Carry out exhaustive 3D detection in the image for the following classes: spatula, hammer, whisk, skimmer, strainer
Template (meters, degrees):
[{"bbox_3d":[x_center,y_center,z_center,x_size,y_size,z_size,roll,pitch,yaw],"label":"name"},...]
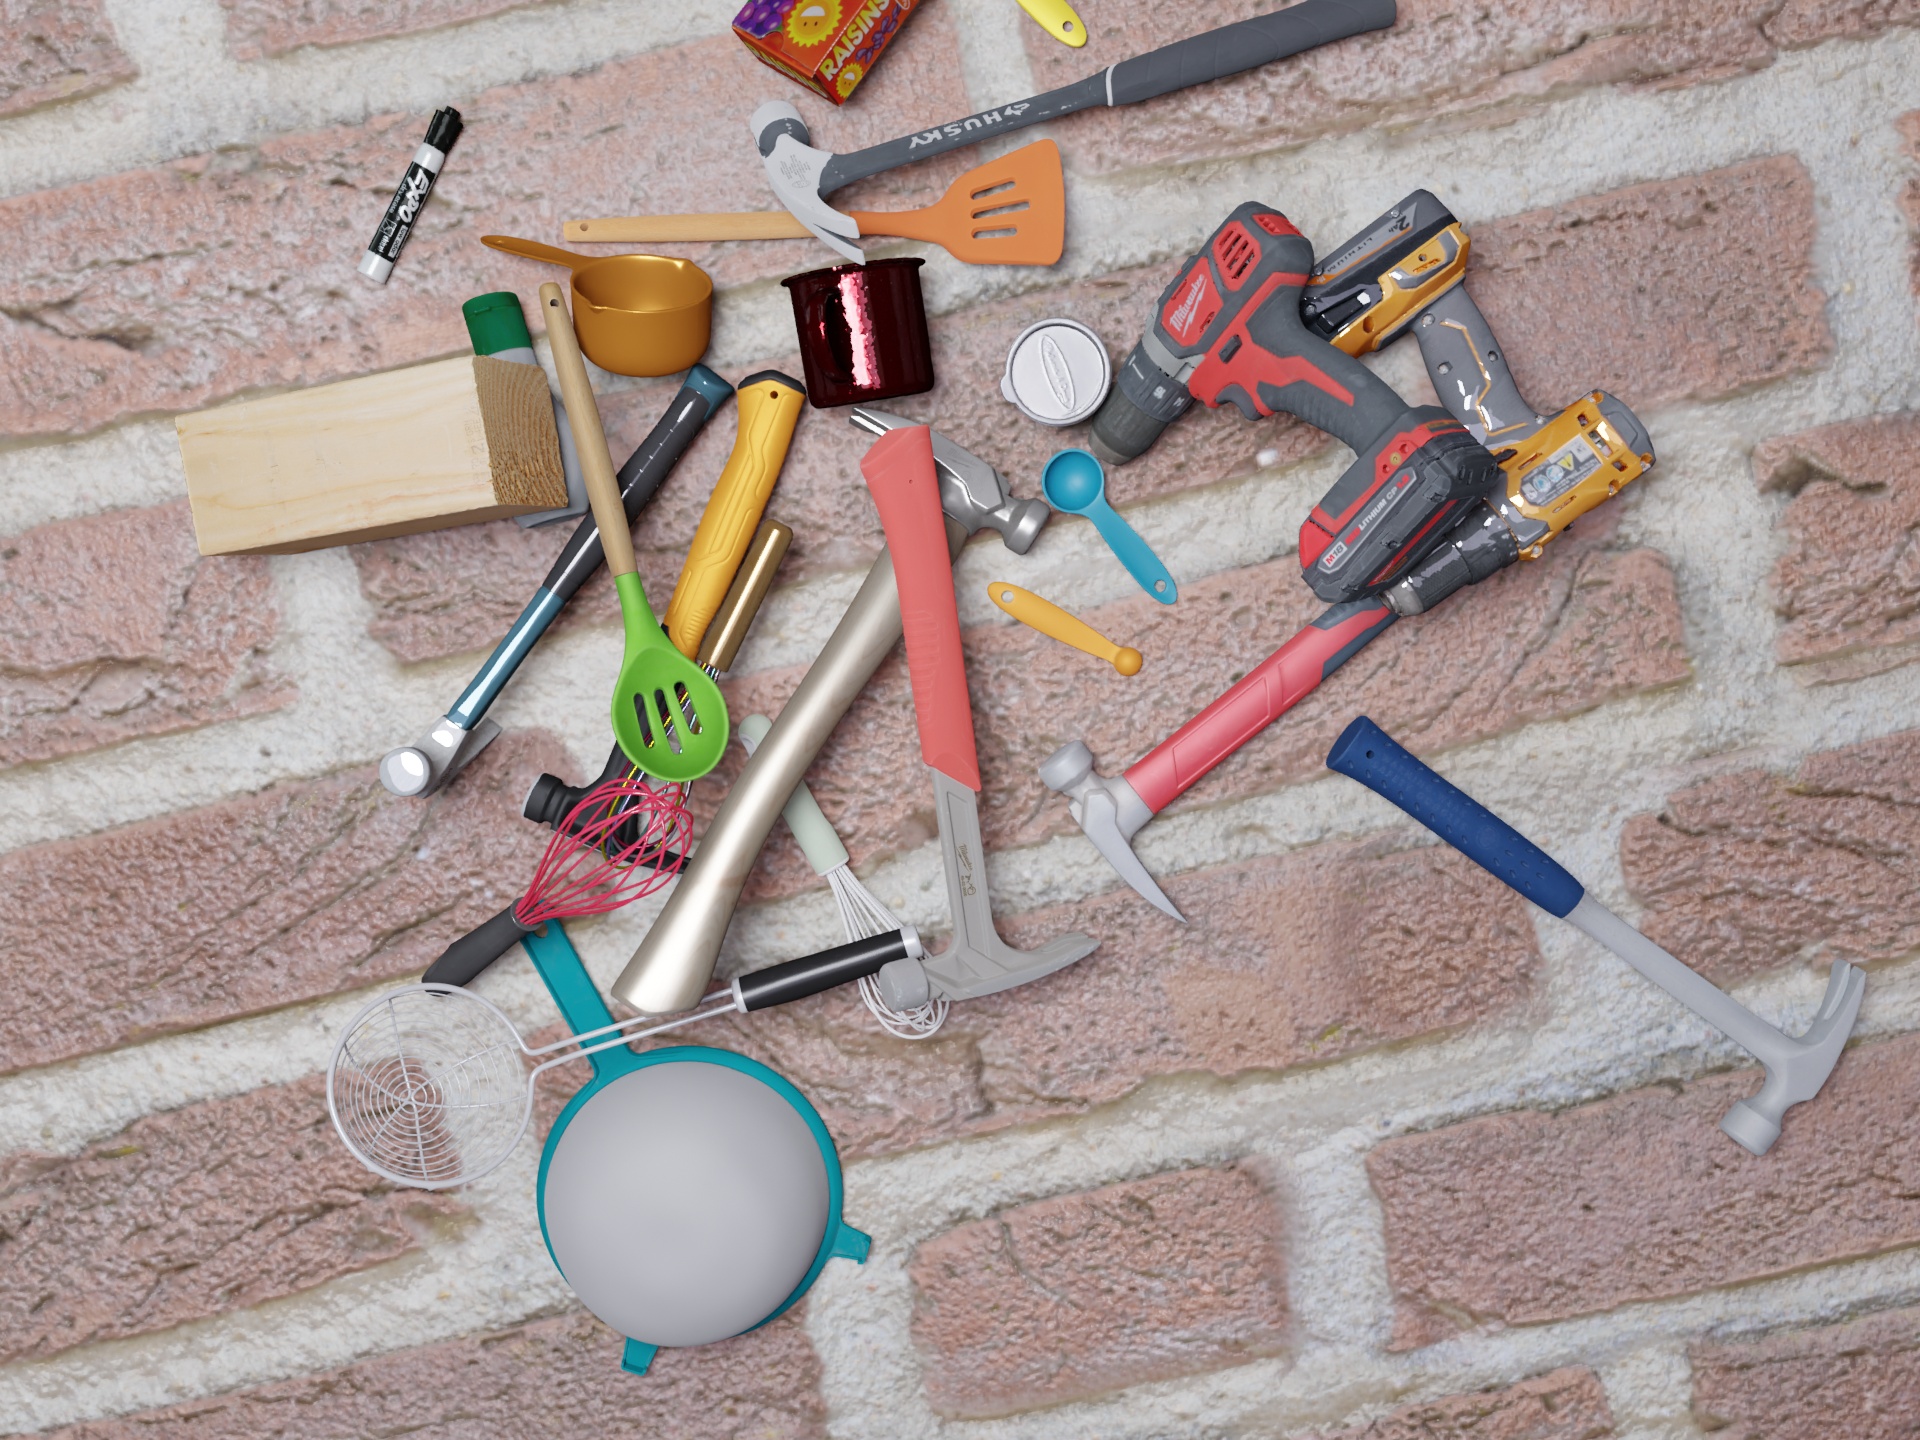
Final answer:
[{"bbox_3d":[-0.096,-0.323,1.021,0.322,0.041,0.081,-2,88,1],"label":"spatula"},{"bbox_3d":[0.425,0.125,1.075,0.405,0.035,0.144,35,94,-4],"label":"hammer"},{"bbox_3d":[-0.002,-0.003,0.992,0.149,0.037,0.359,-13,102,-24],"label":"hammer"},{"bbox_3d":[-0.251,-0.092,1.014,0.033,0.128,0.331,36,85,-6],"label":"hammer"},{"bbox_3d":[0.079,-0.390,0.994,0.409,0.036,0.149,-19,53,-4],"label":"hammer"},{"bbox_3d":[-0.080,0.104,1.065,0.059,0.058,0.246,-31,93,-32],"label":"whisk"},{"bbox_3d":[-0.104,-0.004,1.003,0.146,0.038,0.411,31,78,-2],"label":"hammer"},{"bbox_3d":[0.244,-0.032,1.056,0.386,0.038,0.143,-39,96,3],"label":"hammer"},{"bbox_3d":[-0.200,0.187,0.991,0.363,0.090,0.127,-17,72,-3],"label":"skimmer"},{"bbox_3d":[-0.170,-0.066,1.043,0.127,0.034,0.337,23,97,-2],"label":"hammer"},{"bbox_3d":[-0.166,-0.015,1.016,0.047,0.051,0.245,25,93,-22],"label":"whisk"},{"bbox_3d":[-0.260,0.113,0.994,0.296,0.073,0.073,-34,96,36],"label":"whisk"},{"bbox_3d":[-0.215,0.275,1.050,0.211,0.095,0.340,-27,97,2],"label":"strainer"}]

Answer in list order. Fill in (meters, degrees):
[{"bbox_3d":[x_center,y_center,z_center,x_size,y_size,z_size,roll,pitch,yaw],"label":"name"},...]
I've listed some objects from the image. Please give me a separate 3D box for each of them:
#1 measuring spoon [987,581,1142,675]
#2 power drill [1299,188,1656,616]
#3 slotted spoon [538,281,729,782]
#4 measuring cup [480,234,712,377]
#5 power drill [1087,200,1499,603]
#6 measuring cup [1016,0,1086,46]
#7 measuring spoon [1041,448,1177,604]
[{"bbox_3d":[0.070,-0.062,1.063,0.117,0.011,0.021,28,94,-3],"label":"measuring spoon"},{"bbox_3d":[0.293,-0.193,1.002,0.185,0.084,0.226,-37,84,3],"label":"power drill"},{"bbox_3d":[-0.208,-0.114,0.969,0.070,0.031,0.314,-16,91,-19],"label":"slotted spoon"},{"bbox_3d":[-0.237,-0.268,1.018,0.174,0.095,0.052,21,130,21],"label":"measuring cup"},{"bbox_3d":[0.189,-0.174,0.968,0.227,0.080,0.187,53,128,18],"label":"power drill"},{"bbox_3d":[0.024,-0.490,1.011,0.156,0.029,0.062,44,94,-3],"label":"measuring cup"},{"bbox_3d":[0.100,-0.127,1.059,0.042,0.021,0.128,-42,104,-1],"label":"measuring spoon"}]
